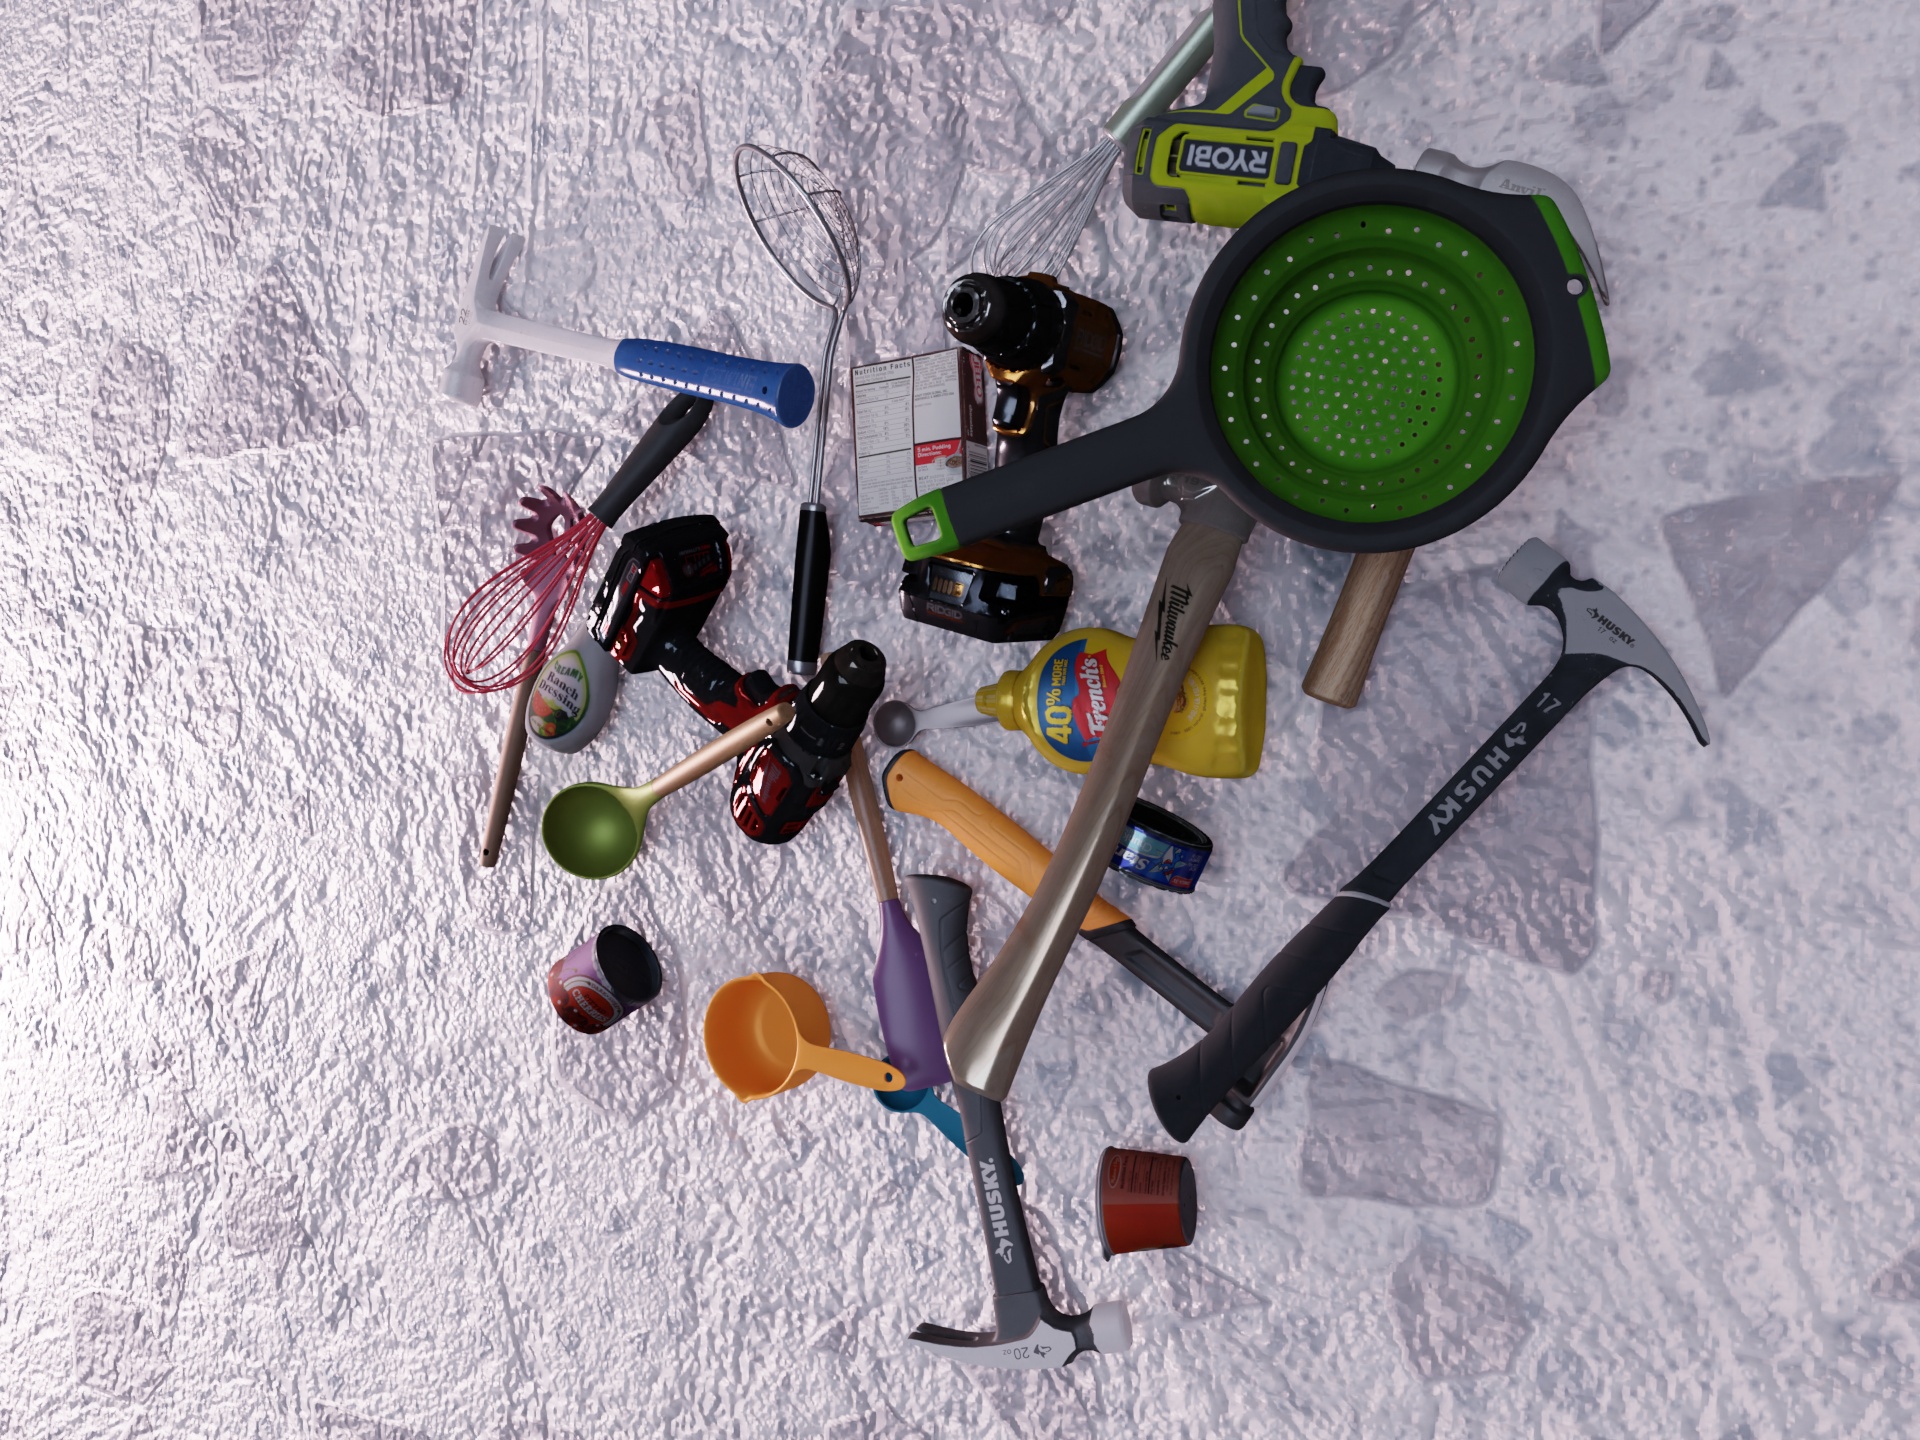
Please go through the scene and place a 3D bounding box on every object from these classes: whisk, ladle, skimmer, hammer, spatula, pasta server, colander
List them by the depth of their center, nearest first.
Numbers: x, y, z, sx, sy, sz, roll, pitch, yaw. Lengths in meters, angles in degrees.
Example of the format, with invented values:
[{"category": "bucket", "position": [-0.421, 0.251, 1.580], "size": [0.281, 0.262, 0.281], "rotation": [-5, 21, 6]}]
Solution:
[{"category": "colander", "position": [0.154, -0.170, 0.913], "size": [0.397, 0.094, 0.204], "rotation": [-18, 90, 13]}, {"category": "hammer", "position": [0.255, 0.094, 0.934], "size": [0.149, 0.036, 0.409], "rotation": [43, 101, 18]}, {"category": "hammer", "position": [0.281, -0.165, 0.949], "size": [0.130, 0.031, 0.331], "rotation": [24, 101, 26]}, {"category": "hammer", "position": [0.101, 0.035, 0.953], "size": [0.146, 0.038, 0.411], "rotation": [20, 83, 30]}, {"category": "whisk", "position": [0.096, -0.372, 1.037], "size": [0.059, 0.058, 0.246], "rotation": [38, 105, -14]}, {"category": "hammer", "position": [0.082, 0.116, 1.051], "size": [0.337, 0.034, 0.127], "rotation": [36, 107, 22]}, {"category": "hammer", "position": [0.009, 0.267, 1.075], "size": [0.146, 0.035, 0.335], "rotation": [-14, 83, 14]}, {"category": "ladle", "position": [-0.209, 0.047, 1.126], "size": [0.320, 0.062, 0.078], "rotation": [-27, 101, 50]}, {"category": "skimmer", "position": [-0.127, -0.214, 1.126], "size": [0.127, 0.090, 0.363], "rotation": [-161, 75, -64]}, {"category": "spatula", "position": [-0.055, 0.102, 1.129], "size": [0.060, 0.018, 0.316], "rotation": [-15, 81, 1]}, {"category": "hammer", "position": [-0.256, -0.277, 1.178], "size": [0.406, 0.035, 0.144], "rotation": [21, 99, 38]}, {"category": "whisk", "position": [-0.284, -0.137, 1.199], "size": [0.073, 0.073, 0.296], "rotation": [39, 90, 21]}, {"category": "pasta server", "position": [-0.349, -0.031, 1.271], "size": [0.060, 0.040, 0.316], "rotation": [18, 100, 15]}]

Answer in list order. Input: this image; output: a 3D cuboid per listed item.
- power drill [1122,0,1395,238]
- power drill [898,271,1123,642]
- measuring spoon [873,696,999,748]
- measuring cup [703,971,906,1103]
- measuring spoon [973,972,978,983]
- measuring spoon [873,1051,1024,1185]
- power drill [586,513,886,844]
[{"category": "power drill", "position": [0.201, -0.403, 0.945], "size": [0.171, 0.080, 0.223], "rotation": [11, 90, 15]}, {"category": "power drill", "position": [0.026, -0.166, 0.997], "size": [0.084, 0.185, 0.226], "rotation": [17, 101, 24]}, {"category": "measuring spoon", "position": [-0.002, -0.004, 1.108], "size": [0.124, 0.018, 0.034], "rotation": [-9, 85, 20]}, {"category": "measuring cup", "position": [-0.101, 0.232, 1.132], "size": [0.174, 0.052, 0.095], "rotation": [9, 95, 29]}, {"category": "measuring spoon", "position": [0.009, 0.196, 1.105], "size": [0.021, 0.011, 0.117], "rotation": [-18, 85, 16]}, {"category": "measuring spoon", "position": [-0.006, 0.280, 1.111], "size": [0.129, 0.021, 0.042], "rotation": [37, 85, 13]}, {"category": "power drill", "position": [-0.152, -0.044, 1.123], "size": [0.227, 0.080, 0.187], "rotation": [50, 132, 16]}]
